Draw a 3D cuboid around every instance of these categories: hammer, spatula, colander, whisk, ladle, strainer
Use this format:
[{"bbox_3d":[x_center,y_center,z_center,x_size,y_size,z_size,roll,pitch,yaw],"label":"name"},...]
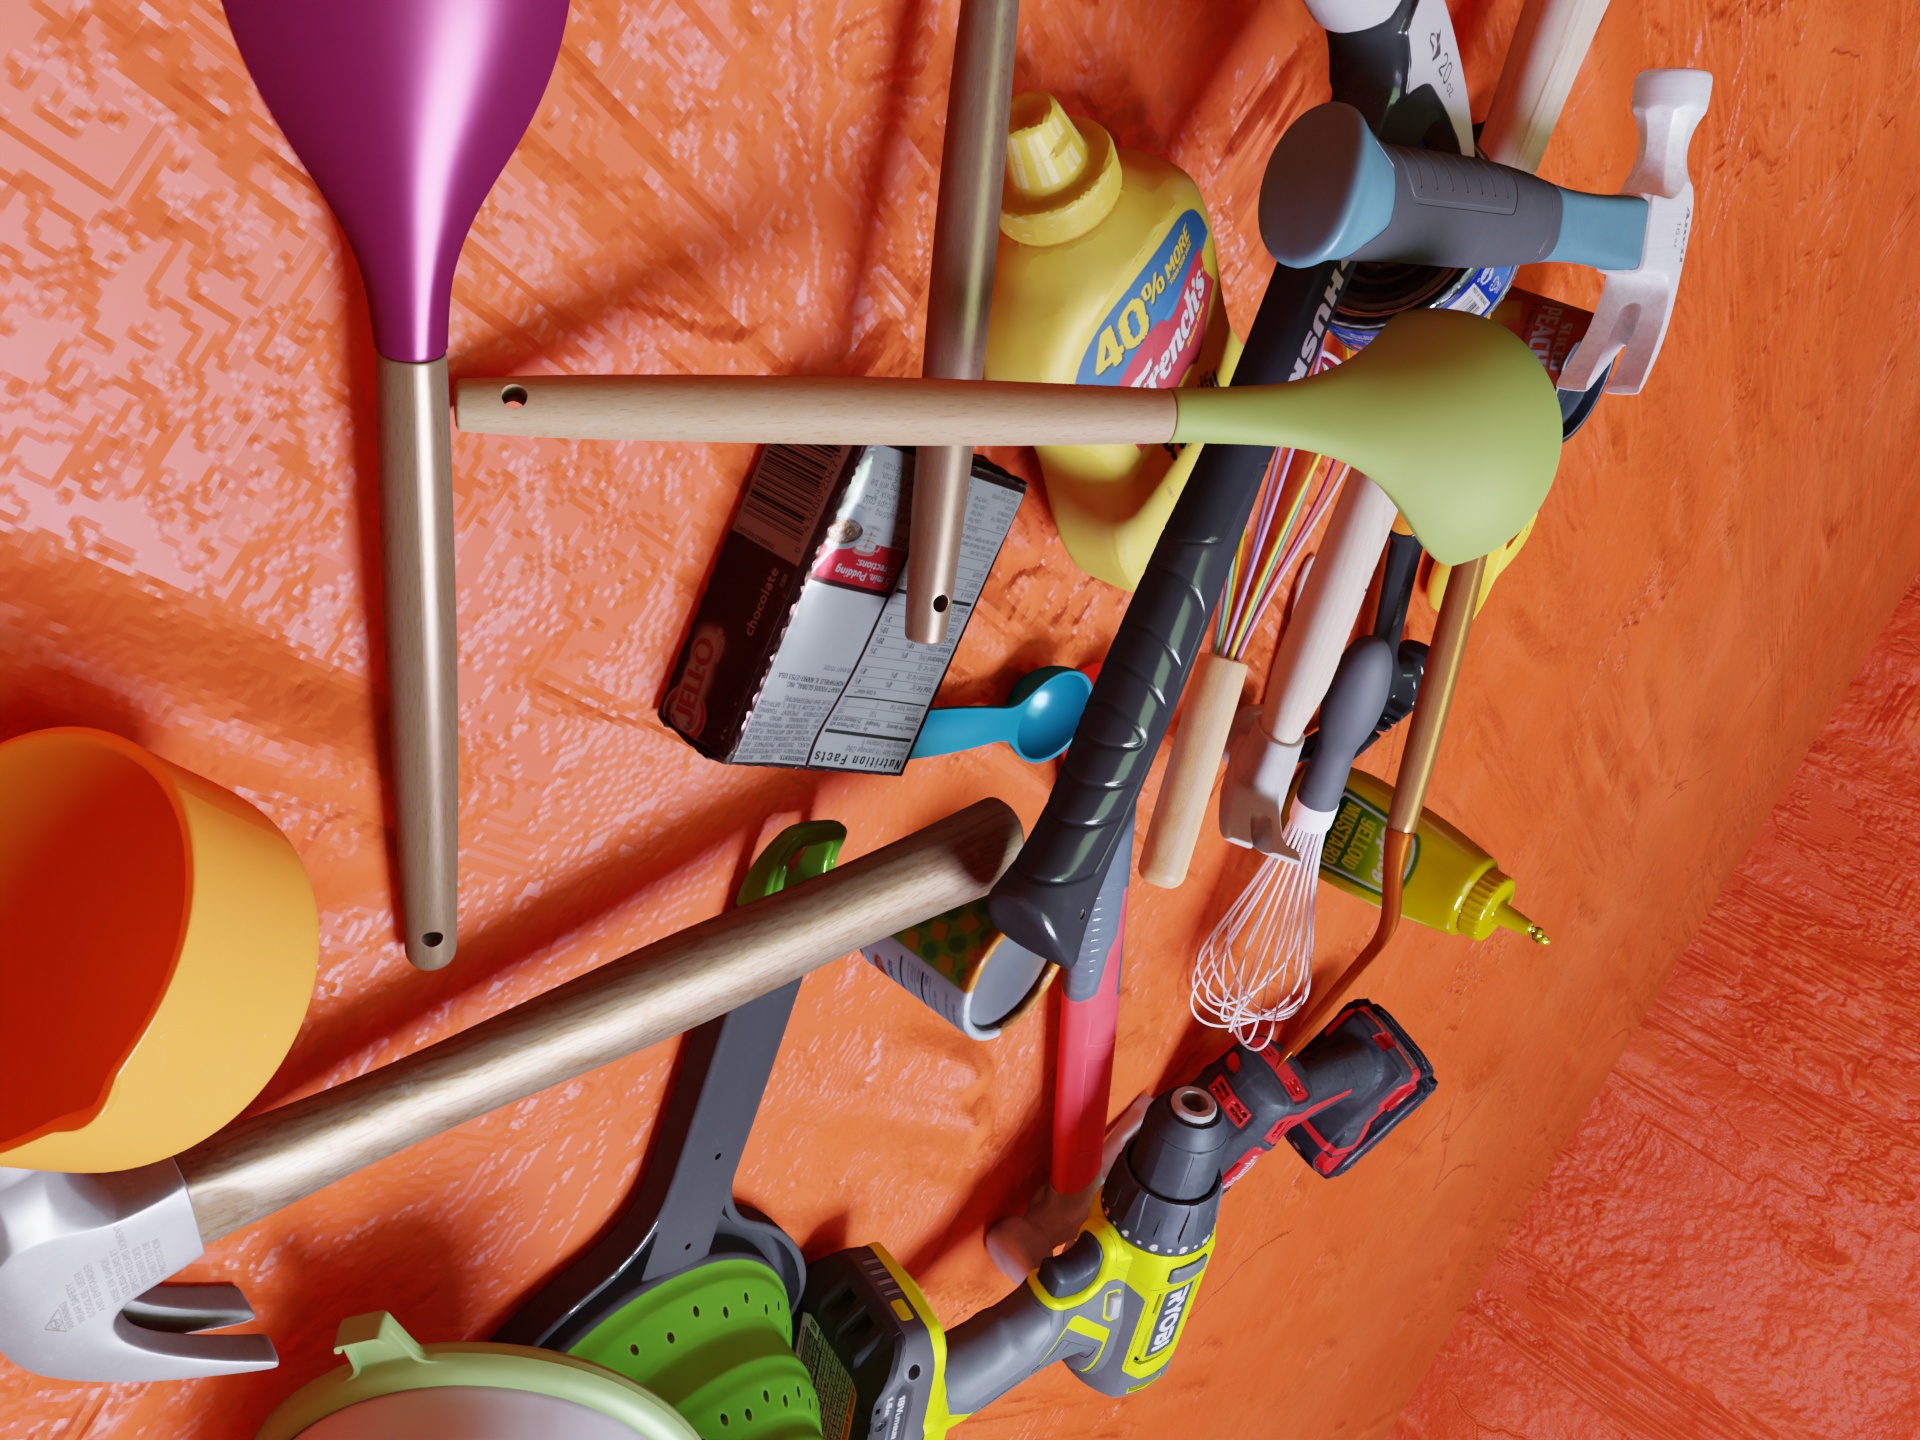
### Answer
[{"bbox_3d":[0.075,0.126,0.792,0.143,0.038,0.386,-34,141,-35],"label":"hammer"},{"bbox_3d":[0.228,0.032,0.835,0.081,0.041,0.322,-4,108,-69],"label":"spatula"},{"bbox_3d":[0.195,-0.175,0.553,0.331,0.033,0.128,-17,114,-49],"label":"hammer"},{"bbox_3d":[-0.090,0.228,0.598,0.204,0.095,0.397,-4,120,-52],"label":"colander"},{"bbox_3d":[0.118,-0.047,0.669,0.051,0.047,0.245,10,97,-51],"label":"whisk"},{"bbox_3d":[0.004,-0.172,0.428,0.059,0.018,0.315,-6,113,-30],"label":"spatula"},{"bbox_3d":[-0.113,0.093,0.480,0.331,0.031,0.130,-20,135,-33],"label":"hammer"},{"bbox_3d":[0.028,-0.081,0.440,0.320,0.062,0.078,-2,83,-17],"label":"ladle"},{"bbox_3d":[-0.105,0.287,0.501,0.256,0.069,0.151,24,116,-15],"label":"strainer"},{"bbox_3d":[0.228,-0.124,0.797,0.127,0.034,0.336,-33,140,-36],"label":"hammer"},{"bbox_3d":[0.089,-0.075,0.531,0.146,0.035,0.335,21,92,-59],"label":"hammer"},{"bbox_3d":[0.193,-0.136,0.674,0.146,0.038,0.410,-63,172,-70],"label":"hammer"},{"bbox_3d":[0.181,0.072,0.850,0.070,0.070,0.284,-29,142,-39],"label":"whisk"}]

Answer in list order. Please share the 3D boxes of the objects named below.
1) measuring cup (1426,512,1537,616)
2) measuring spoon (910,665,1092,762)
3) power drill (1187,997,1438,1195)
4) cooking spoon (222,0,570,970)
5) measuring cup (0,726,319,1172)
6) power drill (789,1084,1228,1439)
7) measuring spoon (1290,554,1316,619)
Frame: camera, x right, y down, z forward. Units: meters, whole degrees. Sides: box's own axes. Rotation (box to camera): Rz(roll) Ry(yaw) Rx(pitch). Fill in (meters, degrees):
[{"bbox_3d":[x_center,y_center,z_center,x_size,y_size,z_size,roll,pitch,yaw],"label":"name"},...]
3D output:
[{"bbox_3d":[0.313,-0.104,0.947,0.156,0.029,0.062,-35,142,-52],"label":"measuring cup"},{"bbox_3d":[-0.001,-0.002,0.610,0.128,0.021,0.042,-6,123,-41],"label":"measuring spoon"},{"bbox_3d":[0.201,0.254,1.022,0.219,0.079,0.143,2,133,-49],"label":"power drill"},{"bbox_3d":[-0.126,-0.062,0.369,0.068,0.017,0.318,-4,127,-21],"label":"cooking spoon"},{"bbox_3d":[-0.212,0.079,0.336,0.173,0.095,0.052,-43,154,1],"label":"measuring cup"},{"bbox_3d":[0.032,0.278,0.774,0.228,0.080,0.190,-12,128,-34],"label":"power drill"},{"bbox_3d":[0.164,-0.027,0.814,0.034,0.018,0.124,-19,124,-45],"label":"measuring spoon"}]
